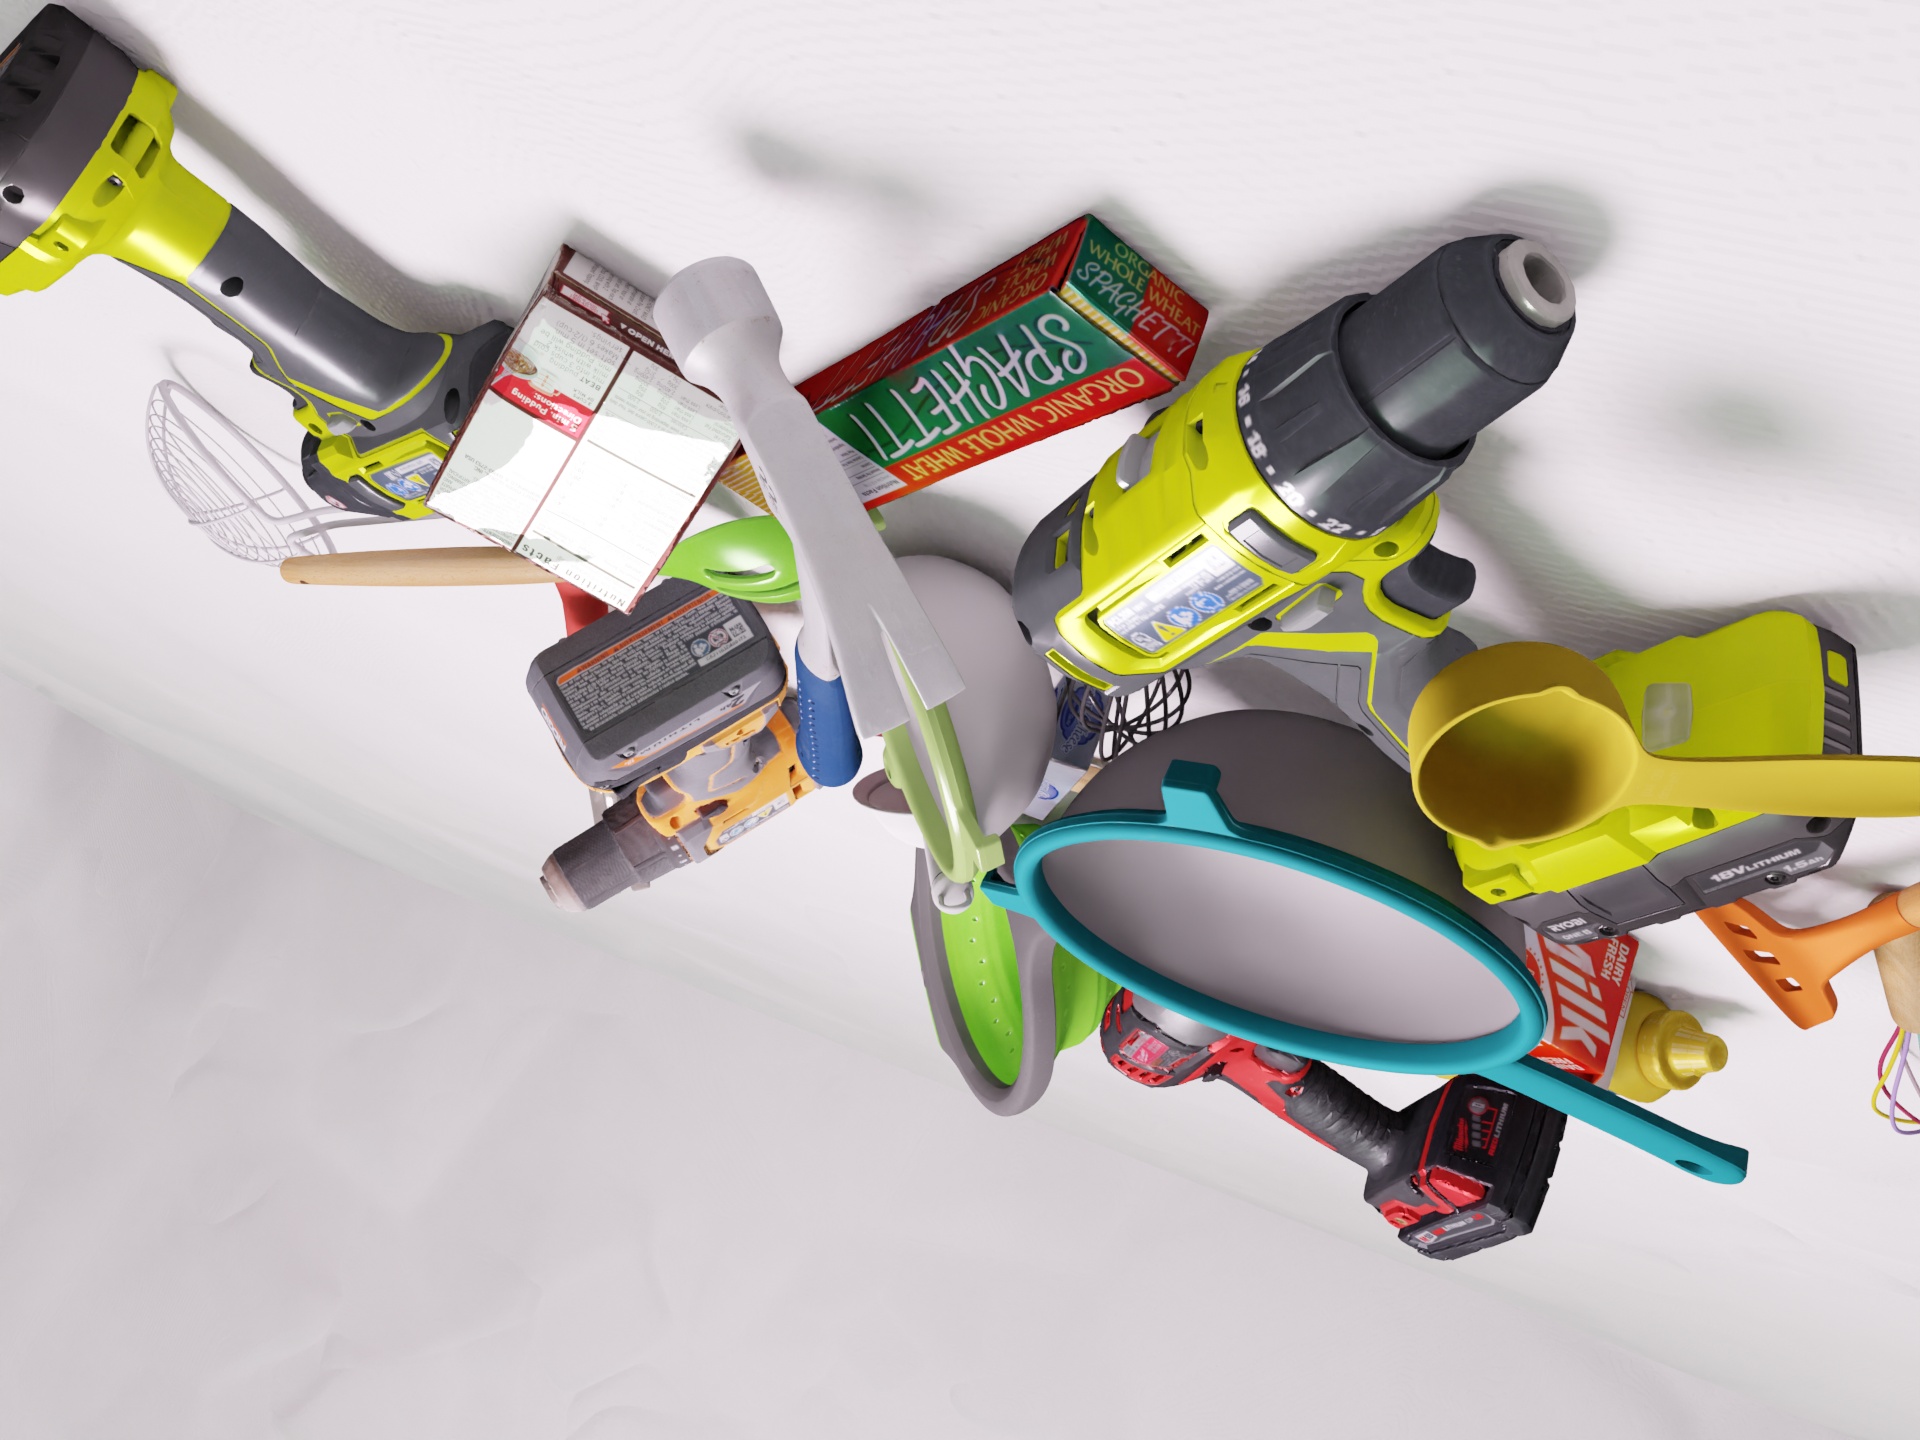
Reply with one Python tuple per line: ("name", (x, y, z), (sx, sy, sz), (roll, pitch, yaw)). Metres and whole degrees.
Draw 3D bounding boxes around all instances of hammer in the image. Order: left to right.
("hammer", (-0.215, -0.012, 0.941), (0.036, 0.149, 0.359), (-10, 161, -14))
("hammer", (-0.055, -0.025, 0.641), (0.144, 0.035, 0.405), (62, 171, 10))

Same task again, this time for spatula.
("spatula", (0.349, 0.052, 0.544), (0.081, 0.041, 0.322), (52, 159, 12))

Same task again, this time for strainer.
("strainer", (-0.012, 0.059, 0.814), (0.087, 0.050, 0.258), (-4, -169, -3))
("strainer", (-0.001, -0.002, 0.732), (0.069, 0.151, 0.256), (-19, 172, -7))
("strainer", (0.191, 0.086, 0.654), (0.340, 0.095, 0.211), (26, 156, -11))

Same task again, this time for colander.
("colander", (0.067, 0.110, 0.914), (0.094, 0.205, 0.397), (-8, 165, -18))

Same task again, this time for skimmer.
("skimmer", (-0.270, -0.129, 0.797), (0.363, 0.090, 0.127), (1, 147, 28))

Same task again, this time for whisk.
("whisk", (0.070, -0.045, 0.602), (0.055, 0.055, 0.238), (20, 157, 10))
("whisk", (0.420, 0.138, 0.701), (0.047, 0.051, 0.244), (14, 158, 42))

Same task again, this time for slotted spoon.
("slotted spoon", (-0.196, -0.072, 0.751), (0.314, 0.031, 0.070), (1, 163, 22))

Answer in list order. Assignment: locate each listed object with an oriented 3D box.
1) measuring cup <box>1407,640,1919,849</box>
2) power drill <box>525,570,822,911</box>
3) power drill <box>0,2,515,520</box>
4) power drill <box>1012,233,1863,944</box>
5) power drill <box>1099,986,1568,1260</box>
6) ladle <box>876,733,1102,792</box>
("measuring cup", (0.196, 0.007, 0.423), (0.156, 0.029, 0.062), (3, 134, -1))
("power drill", (-0.168, 0.024, 0.877), (0.084, 0.185, 0.226), (55, 170, 19))
("power drill", (-0.290, -0.159, 0.636), (0.171, 0.080, 0.223), (-7, 149, 42))
("power drill", (0.152, -0.030, 0.467), (0.228, 0.080, 0.190), (30, 146, -18))
("power drill", (0.185, 0.183, 0.816), (0.219, 0.079, 0.143), (28, 151, 4))
("ladle", (0.073, 0.034, 0.851), (0.315, 0.031, 0.069), (18, 172, 10))
